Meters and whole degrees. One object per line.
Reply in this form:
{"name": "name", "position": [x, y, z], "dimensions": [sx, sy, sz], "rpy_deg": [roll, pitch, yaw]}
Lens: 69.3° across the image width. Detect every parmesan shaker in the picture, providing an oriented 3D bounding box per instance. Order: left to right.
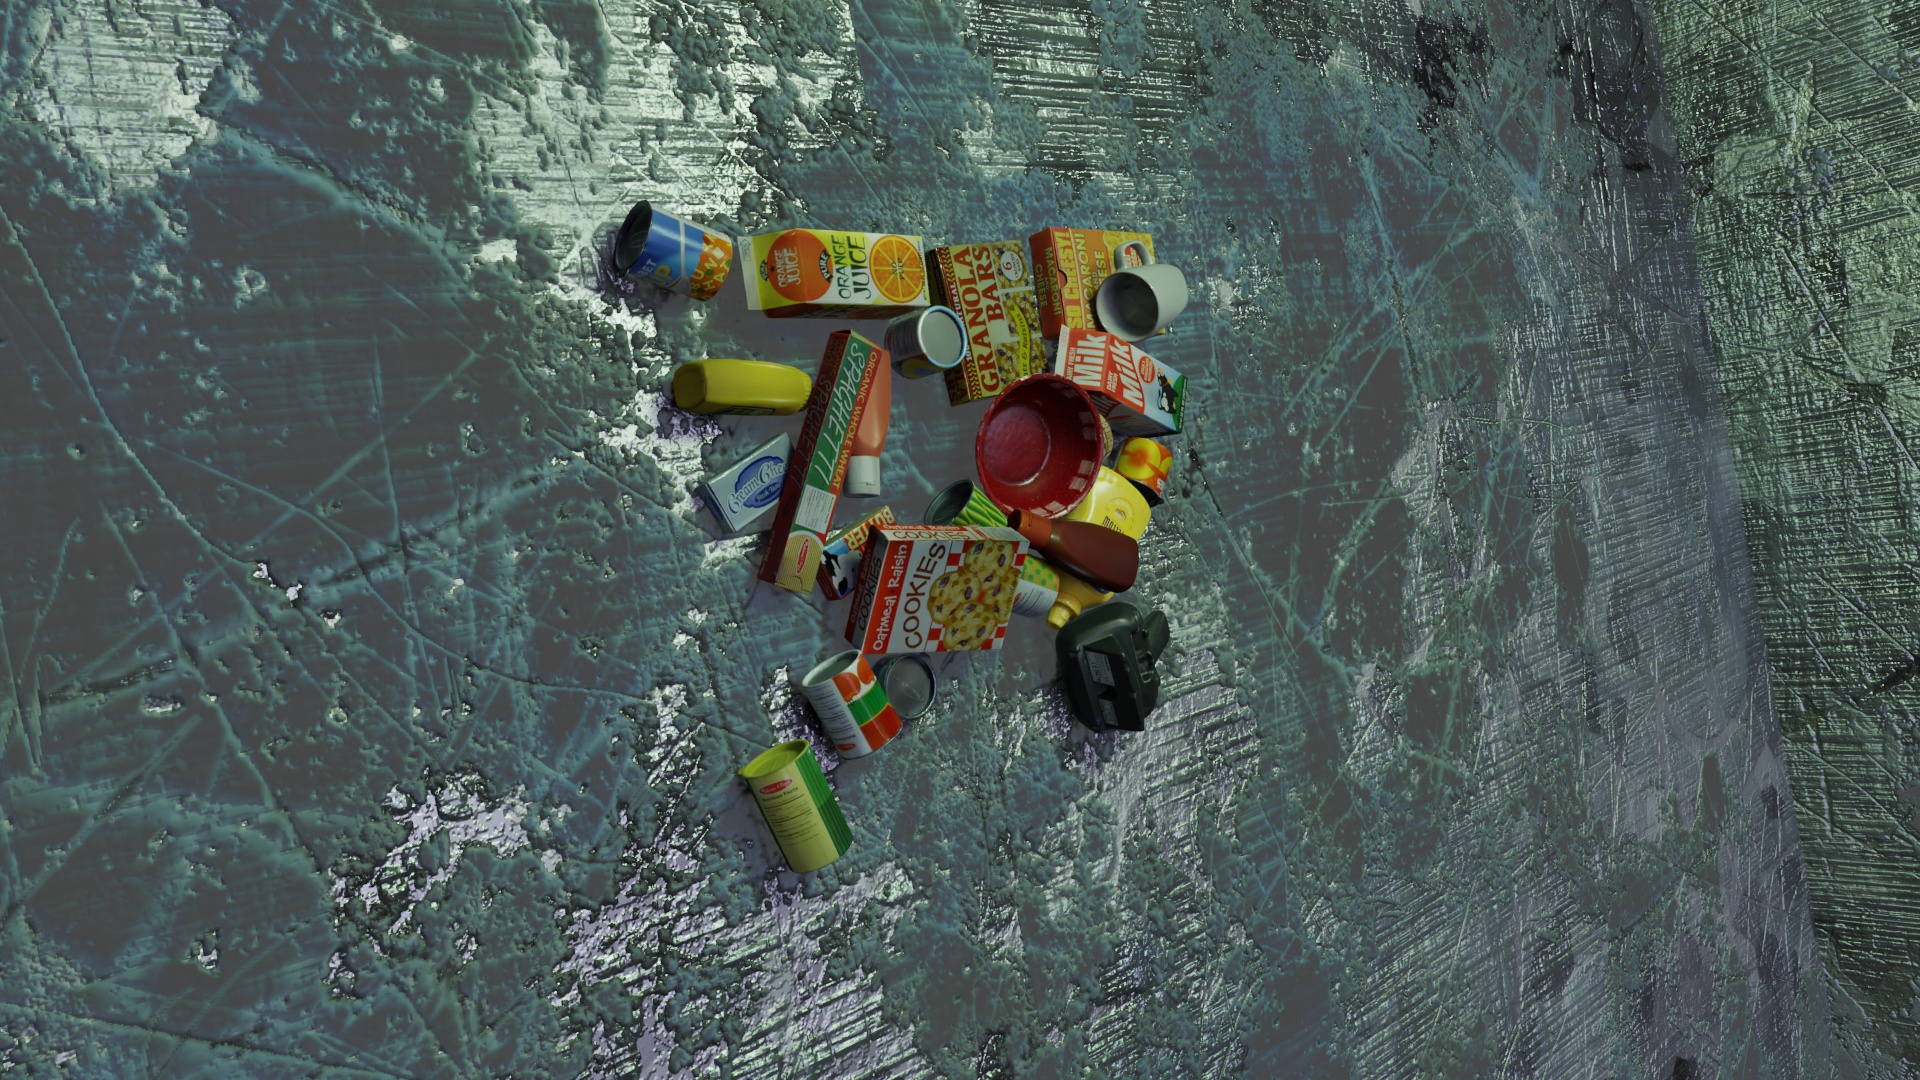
{"name": "parmesan shaker", "position": [-0.150, 0.243, 1.267], "dimensions": [0.071, 0.071, 0.103], "rpy_deg": [-33, 106, -37]}

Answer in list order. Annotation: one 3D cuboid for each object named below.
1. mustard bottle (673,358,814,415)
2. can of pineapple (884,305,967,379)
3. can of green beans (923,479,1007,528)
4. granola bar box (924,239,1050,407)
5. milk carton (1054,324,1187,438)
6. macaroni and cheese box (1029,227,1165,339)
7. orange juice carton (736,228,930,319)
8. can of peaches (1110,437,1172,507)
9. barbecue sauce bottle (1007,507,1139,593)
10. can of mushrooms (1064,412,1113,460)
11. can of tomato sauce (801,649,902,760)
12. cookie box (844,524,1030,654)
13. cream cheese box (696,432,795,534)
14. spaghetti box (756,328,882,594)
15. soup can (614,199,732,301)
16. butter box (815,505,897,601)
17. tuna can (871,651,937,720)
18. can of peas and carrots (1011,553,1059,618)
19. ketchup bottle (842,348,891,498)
{"name": "mustard bottle", "position": [-0.186, -0.140, 1.291], "dimensions": [0.160, 0.065, 0.049], "rpy_deg": [-2, 88, -45]}
{"name": "can of pineapple", "position": [-0.034, -0.203, 1.427], "dimensions": [0.071, 0.057, 0.071], "rpy_deg": [6, 80, -39]}
{"name": "can of green beans", "position": [0.006, -0.020, 1.429], "dimensions": [0.057, 0.071, 0.071], "rpy_deg": [46, 58, -26]}
{"name": "granola bar box", "position": [0.028, -0.236, 1.494], "dimensions": [0.125, 0.039, 0.165], "rpy_deg": [-16, 94, -40]}
{"name": "milk carton", "position": [0.171, -0.178, 1.570], "dimensions": [0.190, 0.073, 0.072], "rpy_deg": [20, 72, -43]}
{"name": "macaroni and cheese box", "position": [0.161, -0.297, 1.612], "dimensions": [0.167, 0.040, 0.123], "rpy_deg": [-7, 88, -40]}
{"name": "orange juice carton", "position": [-0.128, -0.256, 1.347], "dimensions": [0.193, 0.073, 0.072], "rpy_deg": [-7, 89, -39]}
{"name": "can of peaches", "position": [0.208, -0.078, 1.601], "dimensions": [0.071, 0.071, 0.058], "rpy_deg": [36, 63, -31]}
{"name": "barbecue sauce bottle", "position": [0.118, 0.005, 1.467], "dimensions": [0.148, 0.043, 0.065], "rpy_deg": [20, 62, -24]}
{"name": "can of mushrooms", "position": [0.137, -0.113, 1.546], "dimensions": [0.033, 0.071, 0.071], "rpy_deg": [-28, 102, -40]}
{"name": "can of tomato sauce", "position": [-0.102, 0.154, 1.316], "dimensions": [0.071, 0.071, 0.083], "rpy_deg": [-38, 108, -36]}
{"name": "cookie box", "position": [-0.023, 0.048, 1.369], "dimensions": [0.168, 0.040, 0.122], "rpy_deg": [1, 113, -34]}
{"name": "cream cheese box", "position": [-0.192, -0.054, 1.298], "dimensions": [0.104, 0.024, 0.053], "rpy_deg": [-39, 108, -36]}
{"name": "spaghetti box", "position": [-0.131, -0.075, 1.310], "dimensions": [0.050, 0.028, 0.250], "rpy_deg": [23, 80, -49]}
{"name": "soup can", "position": [-0.258, -0.256, 1.245], "dimensions": [0.084, 0.071, 0.071], "rpy_deg": [18, 73, -37]}
{"name": "butter box", "position": [-0.100, 0.012, 1.364], "dimensions": [0.104, 0.024, 0.053], "rpy_deg": [-36, 107, -37]}
{"name": "tuna can", "position": [-0.057, 0.143, 1.376], "dimensions": [0.071, 0.032, 0.071], "rpy_deg": [6, 80, -39]}
{"name": "can of peas and carrots", "position": [0.061, 0.043, 1.467], "dimensions": [0.059, 0.071, 0.071], "rpy_deg": [20, 72, -37]}
{"name": "ketchup bottle", "position": [-0.099, -0.117, 1.371], "dimensions": [0.065, 0.043, 0.149], "rpy_deg": [3, 82, -37]}
